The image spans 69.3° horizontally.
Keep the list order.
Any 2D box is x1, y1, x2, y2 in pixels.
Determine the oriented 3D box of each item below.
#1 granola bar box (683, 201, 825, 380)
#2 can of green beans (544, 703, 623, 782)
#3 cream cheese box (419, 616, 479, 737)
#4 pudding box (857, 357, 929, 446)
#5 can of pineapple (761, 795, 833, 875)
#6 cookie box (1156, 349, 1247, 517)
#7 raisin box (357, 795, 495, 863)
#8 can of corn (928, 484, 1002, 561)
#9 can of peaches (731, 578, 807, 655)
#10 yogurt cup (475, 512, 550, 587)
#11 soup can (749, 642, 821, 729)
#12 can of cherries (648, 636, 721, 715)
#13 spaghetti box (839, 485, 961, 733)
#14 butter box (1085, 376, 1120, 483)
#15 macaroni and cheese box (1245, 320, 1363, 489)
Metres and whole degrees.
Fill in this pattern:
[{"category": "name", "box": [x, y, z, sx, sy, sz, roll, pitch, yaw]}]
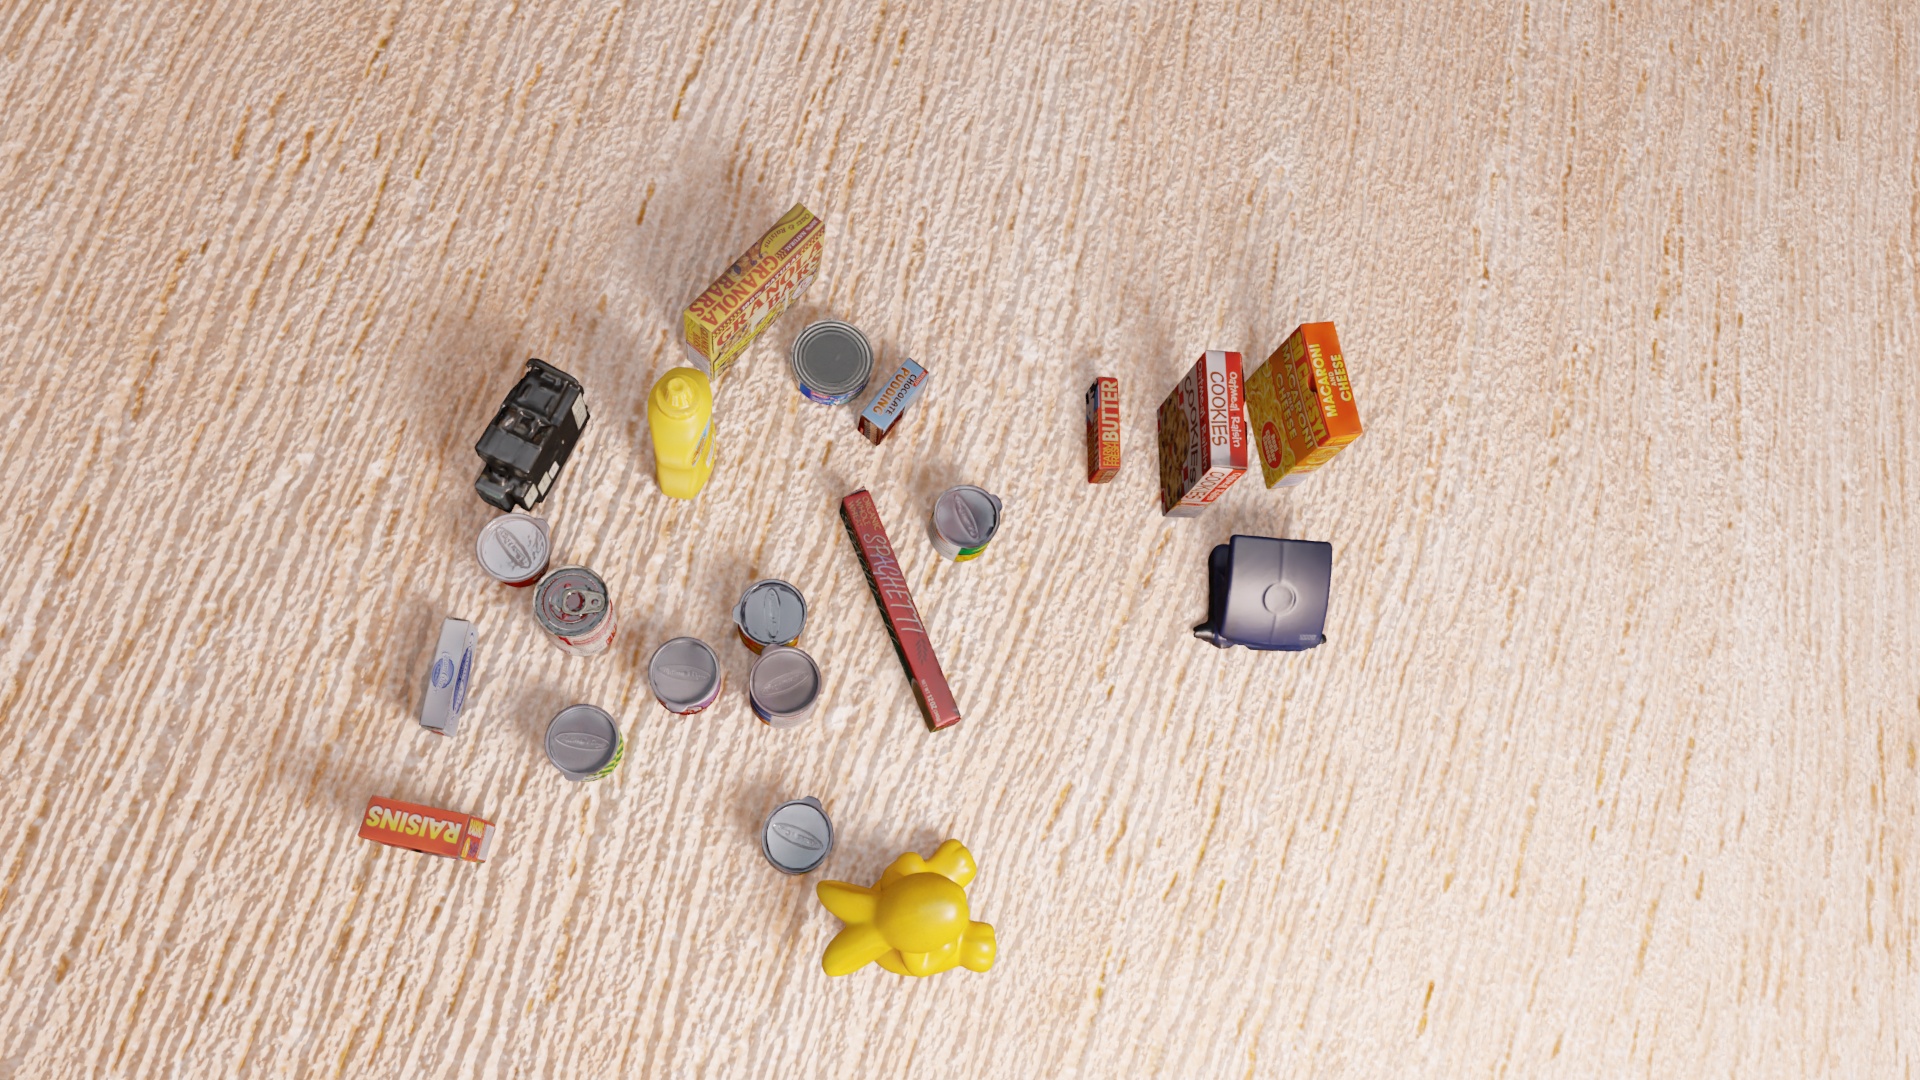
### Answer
[{"category": "granola bar box", "box": [-0.206, -0.248, 1.399, 0.039, 0.124, 0.166, 40, 72, 4]}, {"category": "can of green beans", "box": [-0.347, 0.188, 1.284, 0.071, 0.057, 0.071, 2, 74, -8]}, {"category": "cream cheese box", "box": [-0.472, 0.127, 1.284, 0.024, 0.053, 0.104, 9, 73, -6]}, {"category": "pudding box", "box": [-0.069, -0.142, 1.430, 0.030, 0.049, 0.084, 37, 72, 2]}, {"category": "can of pineapple", "box": [-0.151, 0.275, 1.290, 0.071, 0.057, 0.071, 2, 74, -8]}, {"category": "cookie box", "box": [0.244, -0.104, 1.407, 0.040, 0.167, 0.123, 2, 74, -8]}, {"category": "raisin box", "box": [-0.463, 0.254, 1.211, 0.086, 0.123, 0.040, 14, 73, -5]}, {"category": "can of corn", "box": [0.005, -0.018, 1.400, 0.071, 0.058, 0.071, 2, 74, -8]}, {"category": "can of peaches", "box": [-0.185, 0.076, 1.343, 0.071, 0.058, 0.071, 2, 74, -8]}, {"category": "yogurt cup", "box": [-0.423, 0.013, 1.325, 0.072, 0.053, 0.072, 2, 74, -8]}, {"category": "soup can", "box": [-0.168, 0.138, 1.314, 0.071, 0.083, 0.071, 2, 74, -8]}, {"category": "can of cherries", "box": [-0.261, 0.131, 1.314, 0.071, 0.058, 0.071, 2, 74, -8]}, {"category": "spaghetti box", "box": [-0.061, 0.068, 1.369, 0.029, 0.050, 0.250, -20, 78, -14]}, {"category": "butter box", "box": [0.149, -0.115, 1.455, 0.024, 0.053, 0.104, 3, 74, -8]}, {"category": "macaroni and cheese box", "box": [0.349, -0.136, 1.434, 0.040, 0.166, 0.124, -8, 76, -11]}]
